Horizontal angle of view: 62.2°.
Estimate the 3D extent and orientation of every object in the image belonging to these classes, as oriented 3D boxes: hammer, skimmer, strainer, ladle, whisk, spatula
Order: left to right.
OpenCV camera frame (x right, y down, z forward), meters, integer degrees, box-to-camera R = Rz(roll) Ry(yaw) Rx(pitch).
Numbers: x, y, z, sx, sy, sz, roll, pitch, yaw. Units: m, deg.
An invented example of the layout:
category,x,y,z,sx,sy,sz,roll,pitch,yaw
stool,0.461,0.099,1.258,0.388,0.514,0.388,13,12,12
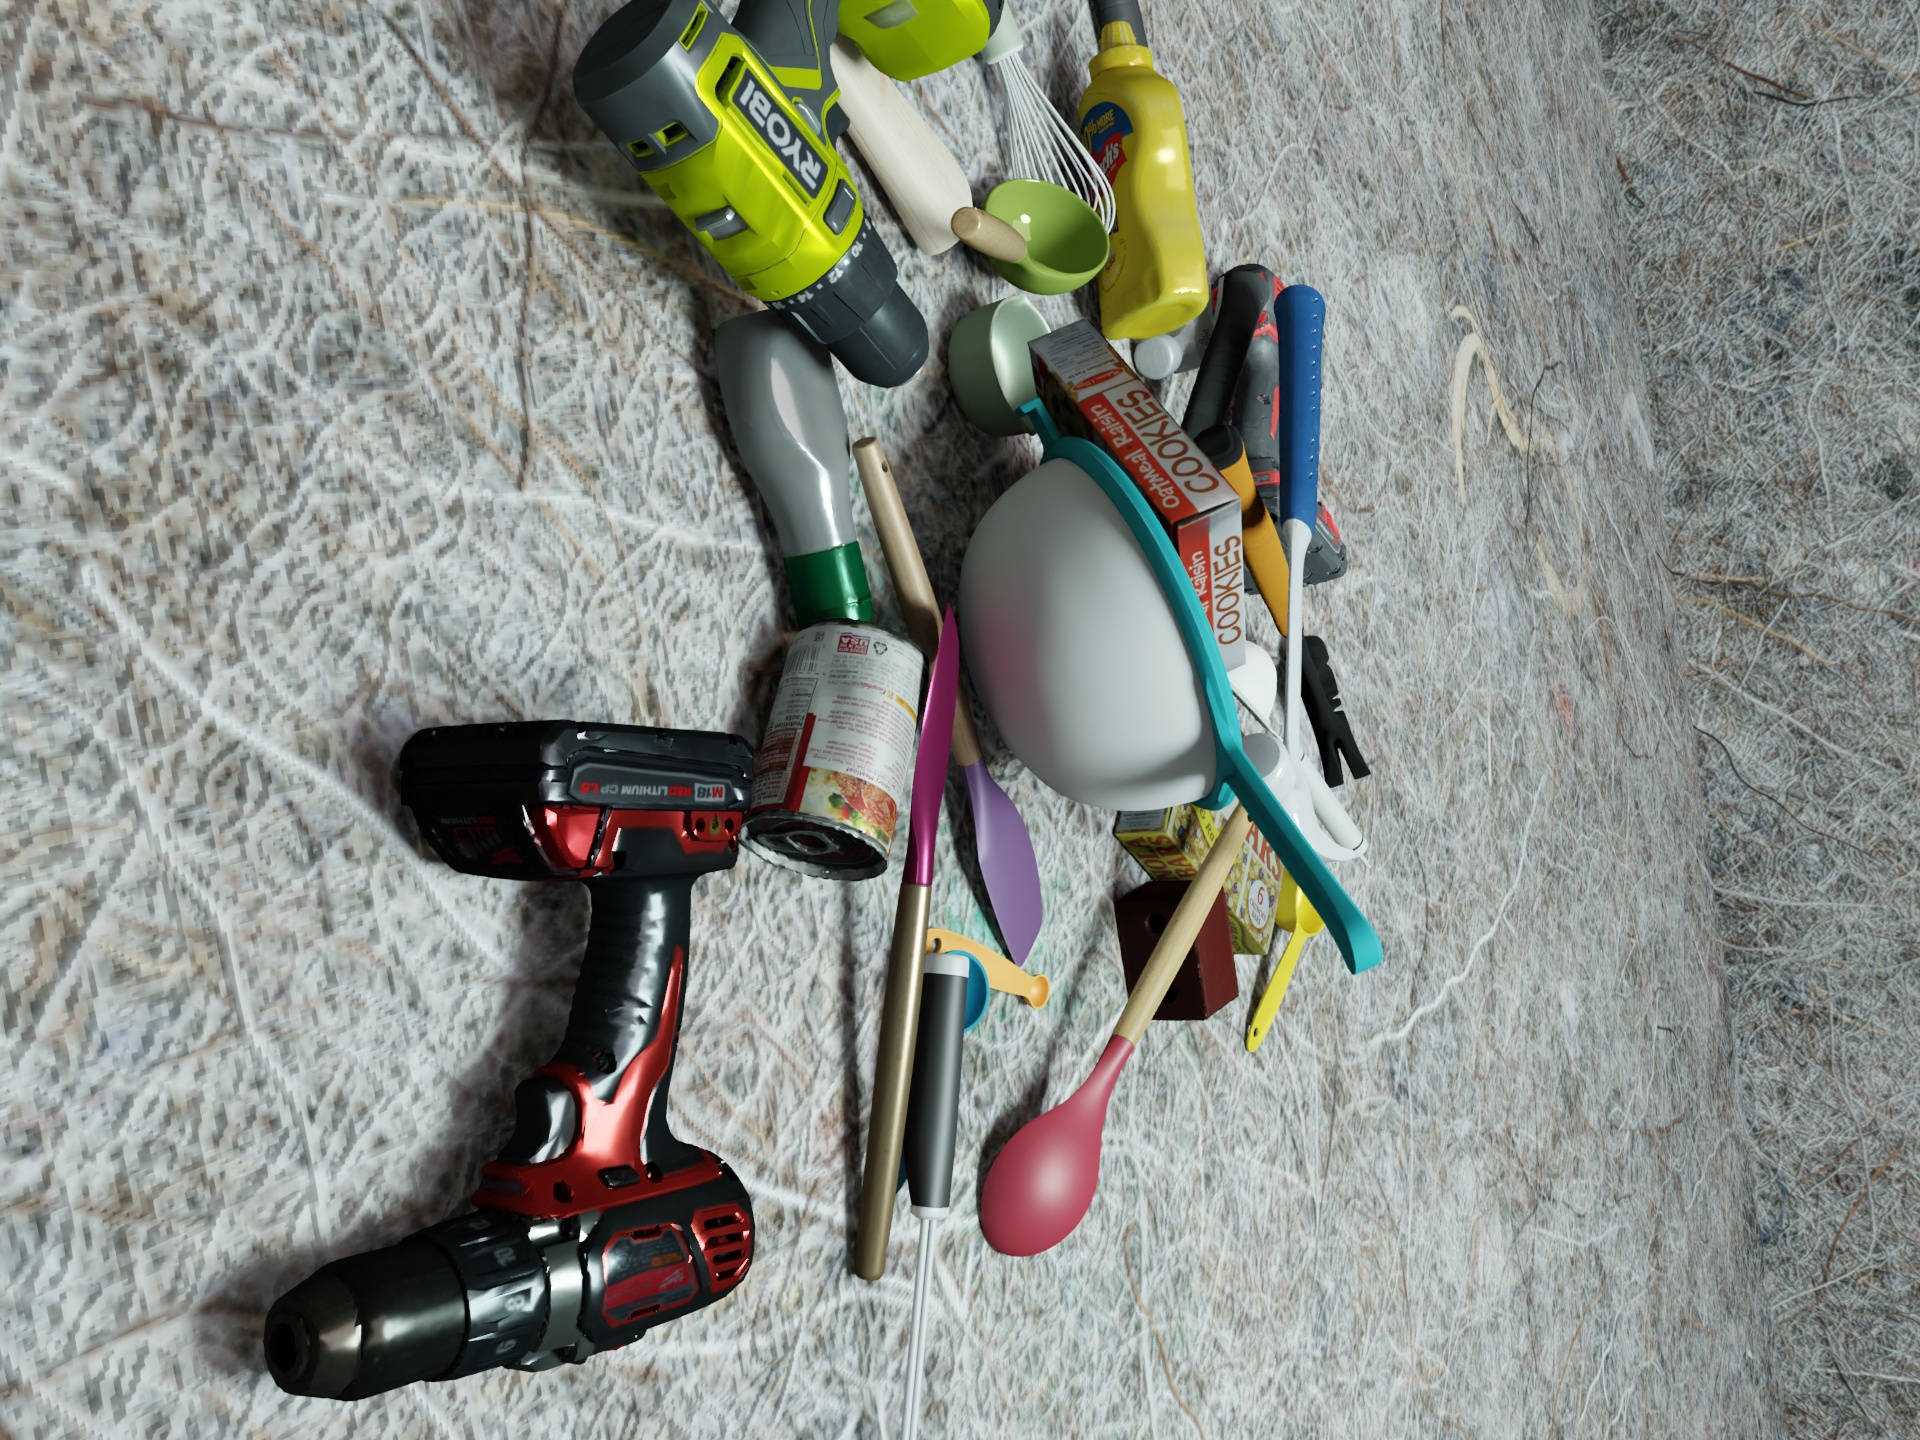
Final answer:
category,x,y,z,sx,sy,sz,roll,pitch,yaw
hammer,-0.111,-0.383,0.740,0.410,0.038,0.146,51,47,-38
spatula,-0.001,-0.003,0.820,0.060,0.018,0.315,-59,139,-46
skimmer,0.009,0.293,0.735,0.127,0.090,0.363,45,48,-71
whisk,0.029,-0.388,0.944,0.059,0.058,0.246,-104,169,-69
ladle,0.030,-0.250,0.800,0.078,0.062,0.320,33,16,-1
strainer,0.079,0.008,0.785,0.210,0.095,0.341,75,-11,-47
ladle,0.103,0.163,0.905,0.069,0.031,0.315,50,57,-25
hammer,0.126,-0.405,1.092,0.128,0.033,0.331,-28,107,-53
hammer,0.152,-0.172,1.042,0.146,0.035,0.335,65,39,-49
hammer,0.218,-0.080,1.084,0.336,0.034,0.127,51,24,-52
strainer,0.226,0.016,1.107,0.258,0.050,0.087,51,4,-27
hammer,0.204,-0.101,0.963,0.143,0.035,0.406,50,40,-47

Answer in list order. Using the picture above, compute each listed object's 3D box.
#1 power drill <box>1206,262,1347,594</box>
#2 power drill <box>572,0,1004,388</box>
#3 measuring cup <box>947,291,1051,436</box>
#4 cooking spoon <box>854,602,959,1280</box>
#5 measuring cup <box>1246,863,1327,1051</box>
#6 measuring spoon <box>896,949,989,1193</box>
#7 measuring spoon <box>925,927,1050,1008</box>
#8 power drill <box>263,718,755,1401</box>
category,x,y,z,sx,sy,sz,roll,pitch,yaw
power drill,0.233,-0.213,1.180,0.143,0.078,0.220,31,56,-50
power drill,-0.055,-0.279,0.702,0.190,0.080,0.229,44,52,-40
measuring cup,0.048,-0.196,0.939,0.167,0.038,0.083,5,80,-57
cooking spoon,-0.023,0.103,0.751,0.069,0.017,0.319,72,25,-87
measuring cup,0.228,0.169,1.155,0.062,0.029,0.157,50,58,-38
measuring spoon,-0.021,0.175,0.794,0.042,0.021,0.129,35,65,-32
measuring spoon,0.012,0.132,0.853,0.116,0.011,0.021,32,68,-45
power drill,-0.151,0.115,0.562,0.187,0.080,0.227,6,82,-55
